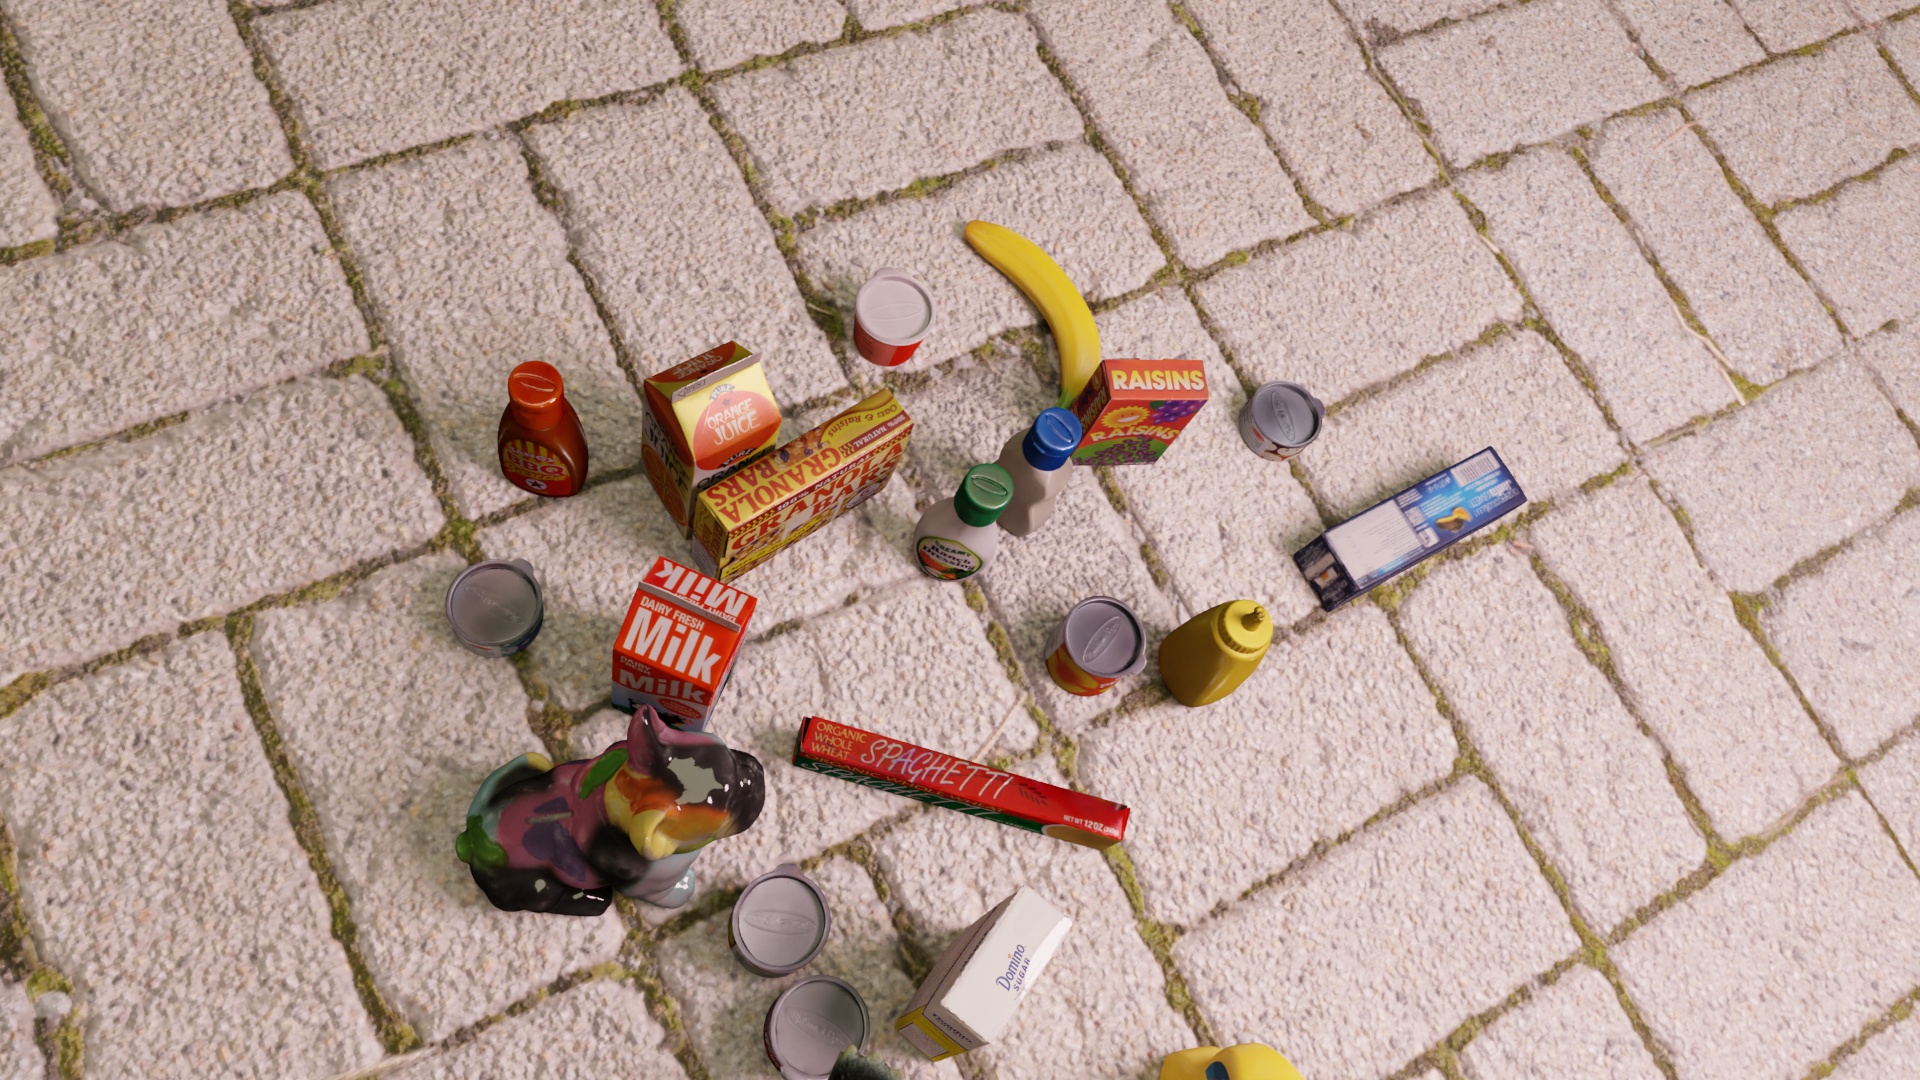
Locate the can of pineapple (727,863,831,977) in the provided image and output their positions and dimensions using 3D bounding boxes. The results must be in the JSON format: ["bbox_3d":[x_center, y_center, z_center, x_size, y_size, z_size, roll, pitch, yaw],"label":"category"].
[{"bbox_3d":[-0.125,0.263,0.954,0.071,0.057,0.071,5,67,-12],"label":"can of pineapple"}]

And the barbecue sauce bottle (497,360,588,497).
[{"bbox_3d":[-0.302,-0.080,1.001,0.065,0.148,0.044,16,66,-7],"label":"barbecue sauce bottle"}]

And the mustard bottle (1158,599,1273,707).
[{"bbox_3d":[0.200,0.080,1.054,0.049,0.159,0.065,-21,75,-21],"label":"mustard bottle"}]

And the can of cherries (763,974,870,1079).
[{"bbox_3d":[-0.100,0.330,0.932,0.071,0.058,0.072,5,67,-12],"label":"can of cherries"}]

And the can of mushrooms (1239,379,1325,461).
[{"bbox_3d":[0.283,-0.105,1.221,0.071,0.033,0.071,5,67,-12],"label":"can of mushrooms"}]

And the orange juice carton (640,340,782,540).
[{"bbox_3d":[-0.182,-0.078,1.006,0.072,0.192,0.073,-29,78,-22],"label":"orange juice carton"}]

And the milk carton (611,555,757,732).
[{"bbox_3d":[-0.189,0.072,0.943,0.072,0.189,0.074,24,65,-4],"label":"milk carton"}]

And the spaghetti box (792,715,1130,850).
[{"bbox_3d":[-0.001,0.180,1.023,0.250,0.050,0.029,17,66,-7],"label":"spaghetti box"}]

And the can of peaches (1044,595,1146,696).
[{"bbox_3d":[0.106,0.085,1.085,0.071,0.057,0.071,5,67,-12],"label":"can of peaches"}]

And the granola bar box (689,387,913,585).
[{"bbox_3d":[-0.120,-0.037,1.042,0.166,0.123,0.039,-33,79,-23],"label":"granola bar box"}]

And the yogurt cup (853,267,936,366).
[{"bbox_3d":[-0.058,-0.181,1.156,0.072,0.053,0.072,5,67,-12],"label":"yogurt cup"}]

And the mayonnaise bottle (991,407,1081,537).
[{"bbox_3d":[0.056,-0.055,1.080,0.041,0.147,0.065,-40,82,-24],"label":"mayonnaise bottle"}]

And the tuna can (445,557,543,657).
[{"bbox_3d":[-0.334,0.047,1.004,0.071,0.032,0.071,5,67,-12],"label":"tuna can"}]

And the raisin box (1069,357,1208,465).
[{"bbox_3d":[0.139,-0.104,1.135,0.086,0.123,0.040,-1,69,-14],"label":"raisin box"}]

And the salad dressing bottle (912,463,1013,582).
[{"bbox_3d":[0.004,-0.013,1.050,0.064,0.147,0.044,24,65,-4],"label":"salad dressing bottle"}]
